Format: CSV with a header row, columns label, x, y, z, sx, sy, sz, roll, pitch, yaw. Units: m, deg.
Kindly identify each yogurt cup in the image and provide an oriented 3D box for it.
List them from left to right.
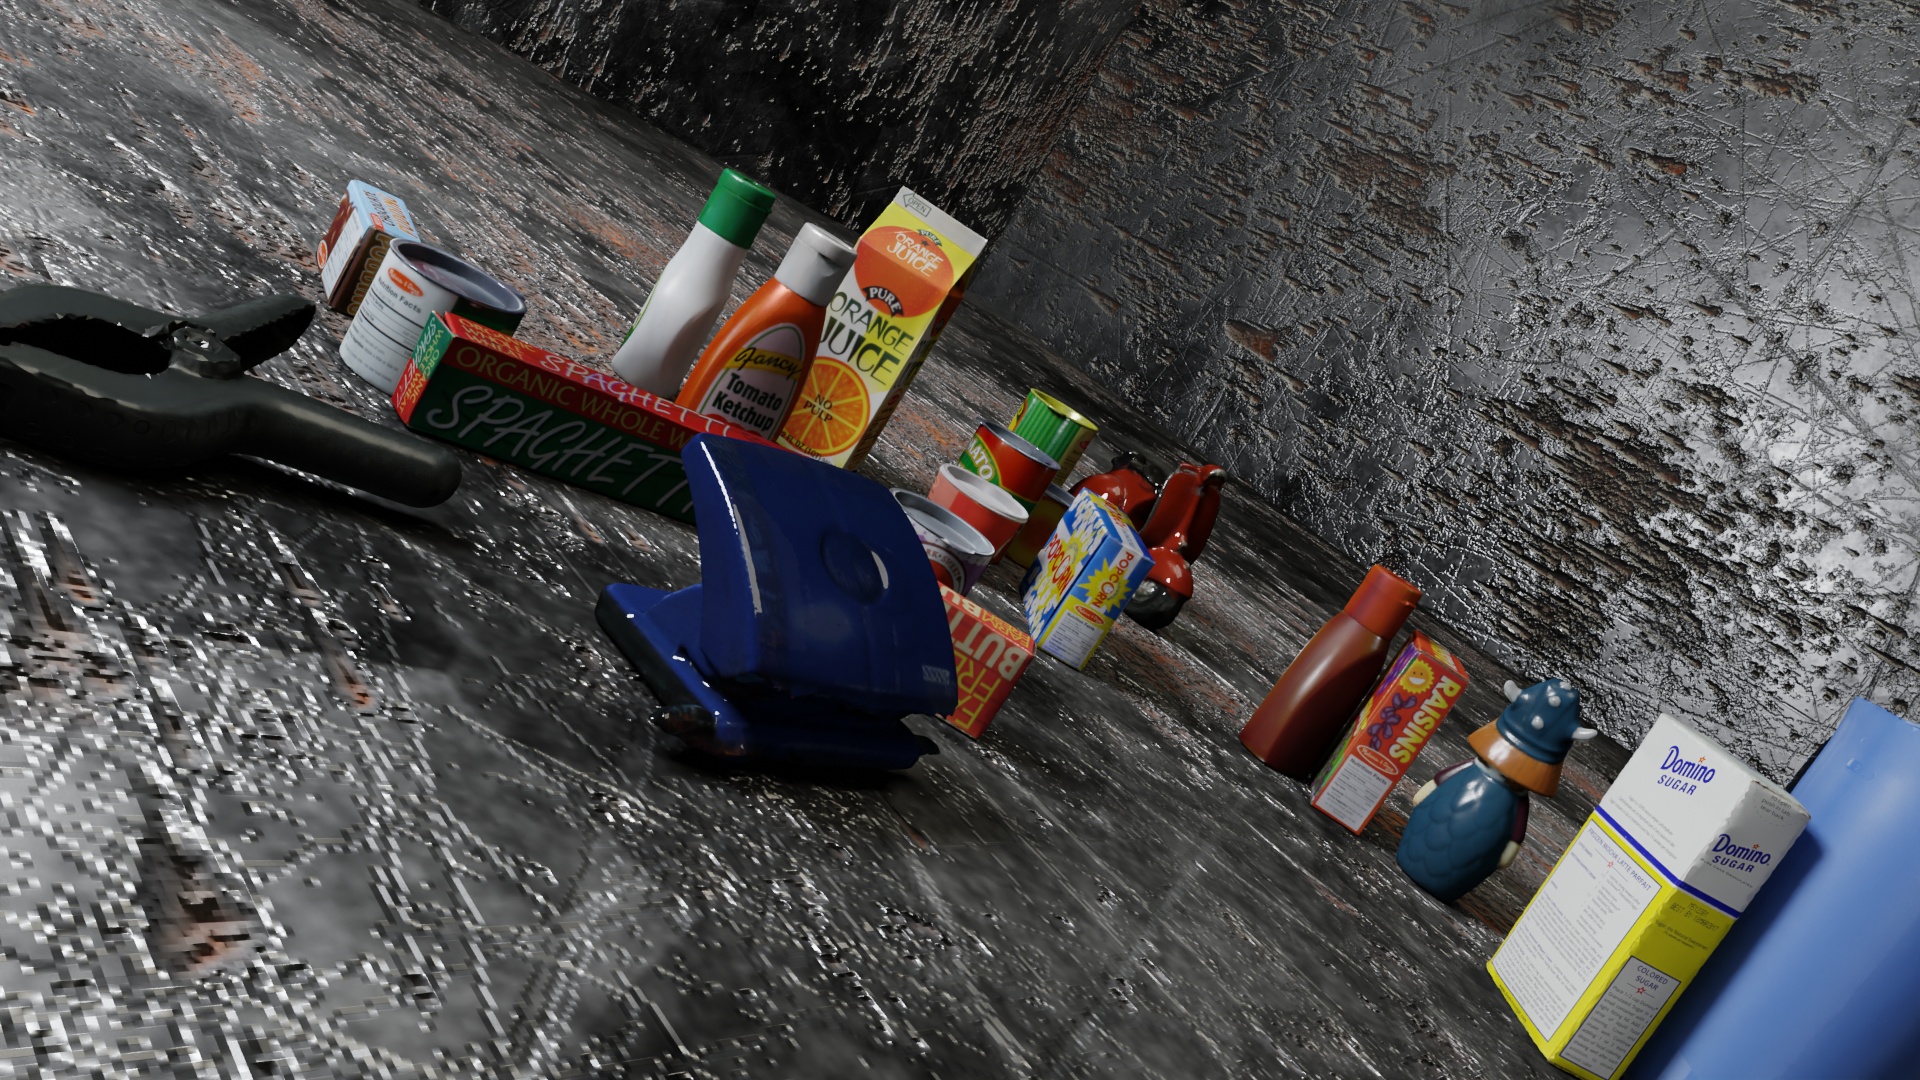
label,x,y,z,sx,sy,sz,roll,pitch,yaw
yogurt cup,0.003,-0.012,0.929,0.072,0.054,0.072,30,12,-7

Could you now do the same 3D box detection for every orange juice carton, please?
label,x,y,z,sx,sy,sz,roll,pitch,yaw
orange juice carton,-0.060,-0.144,0.965,0.072,0.192,0.073,33,12,2

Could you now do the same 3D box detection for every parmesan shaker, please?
label,x,y,z,sx,sy,sz,roll,pitch,yaw
parmesan shaker,0.060,-0.067,1.165,0.071,0.103,0.071,31,12,-7

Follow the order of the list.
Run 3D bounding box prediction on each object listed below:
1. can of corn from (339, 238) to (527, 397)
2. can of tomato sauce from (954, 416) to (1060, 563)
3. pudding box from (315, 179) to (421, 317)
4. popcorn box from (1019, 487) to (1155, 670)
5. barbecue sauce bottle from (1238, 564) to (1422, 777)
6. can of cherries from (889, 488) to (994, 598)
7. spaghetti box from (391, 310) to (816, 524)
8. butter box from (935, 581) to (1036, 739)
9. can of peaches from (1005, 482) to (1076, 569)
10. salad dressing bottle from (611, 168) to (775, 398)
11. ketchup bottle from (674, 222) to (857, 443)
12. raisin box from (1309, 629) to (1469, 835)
label,x,y,z,sx,sy,sz,roll,pitch,yaw
can of corn,-0.246,-0.099,0.655,0.071,0.058,0.071,31,12,-7
can of tomato sauce,0.021,-0.036,0.996,0.071,0.083,0.071,31,12,-7
pudding box,-0.309,-0.151,0.723,0.030,0.049,0.084,23,15,-38
popcorn box,0.080,0.022,0.909,0.038,0.085,0.127,30,12,-10
barbecue sauce bottle,0.249,0.086,0.922,0.065,0.148,0.044,21,16,-42
can of cherries,-0.024,0.014,0.754,0.071,0.058,0.071,31,12,-7
spaghetti box,-0.150,-0.042,0.687,0.250,0.050,0.029,21,16,-41
butter box,-0.021,0.045,0.654,0.103,0.053,0.024,32,12,-2
can of peaches,0.056,-0.014,1.058,0.071,0.058,0.071,31,12,-7
salad dressing bottle,-0.168,-0.163,0.881,0.044,0.147,0.064,32,12,-2
ketchup bottle,-0.114,-0.118,0.833,0.064,0.148,0.044,25,14,-31
raisin box,0.279,0.123,0.911,0.040,0.123,0.086,34,12,11
